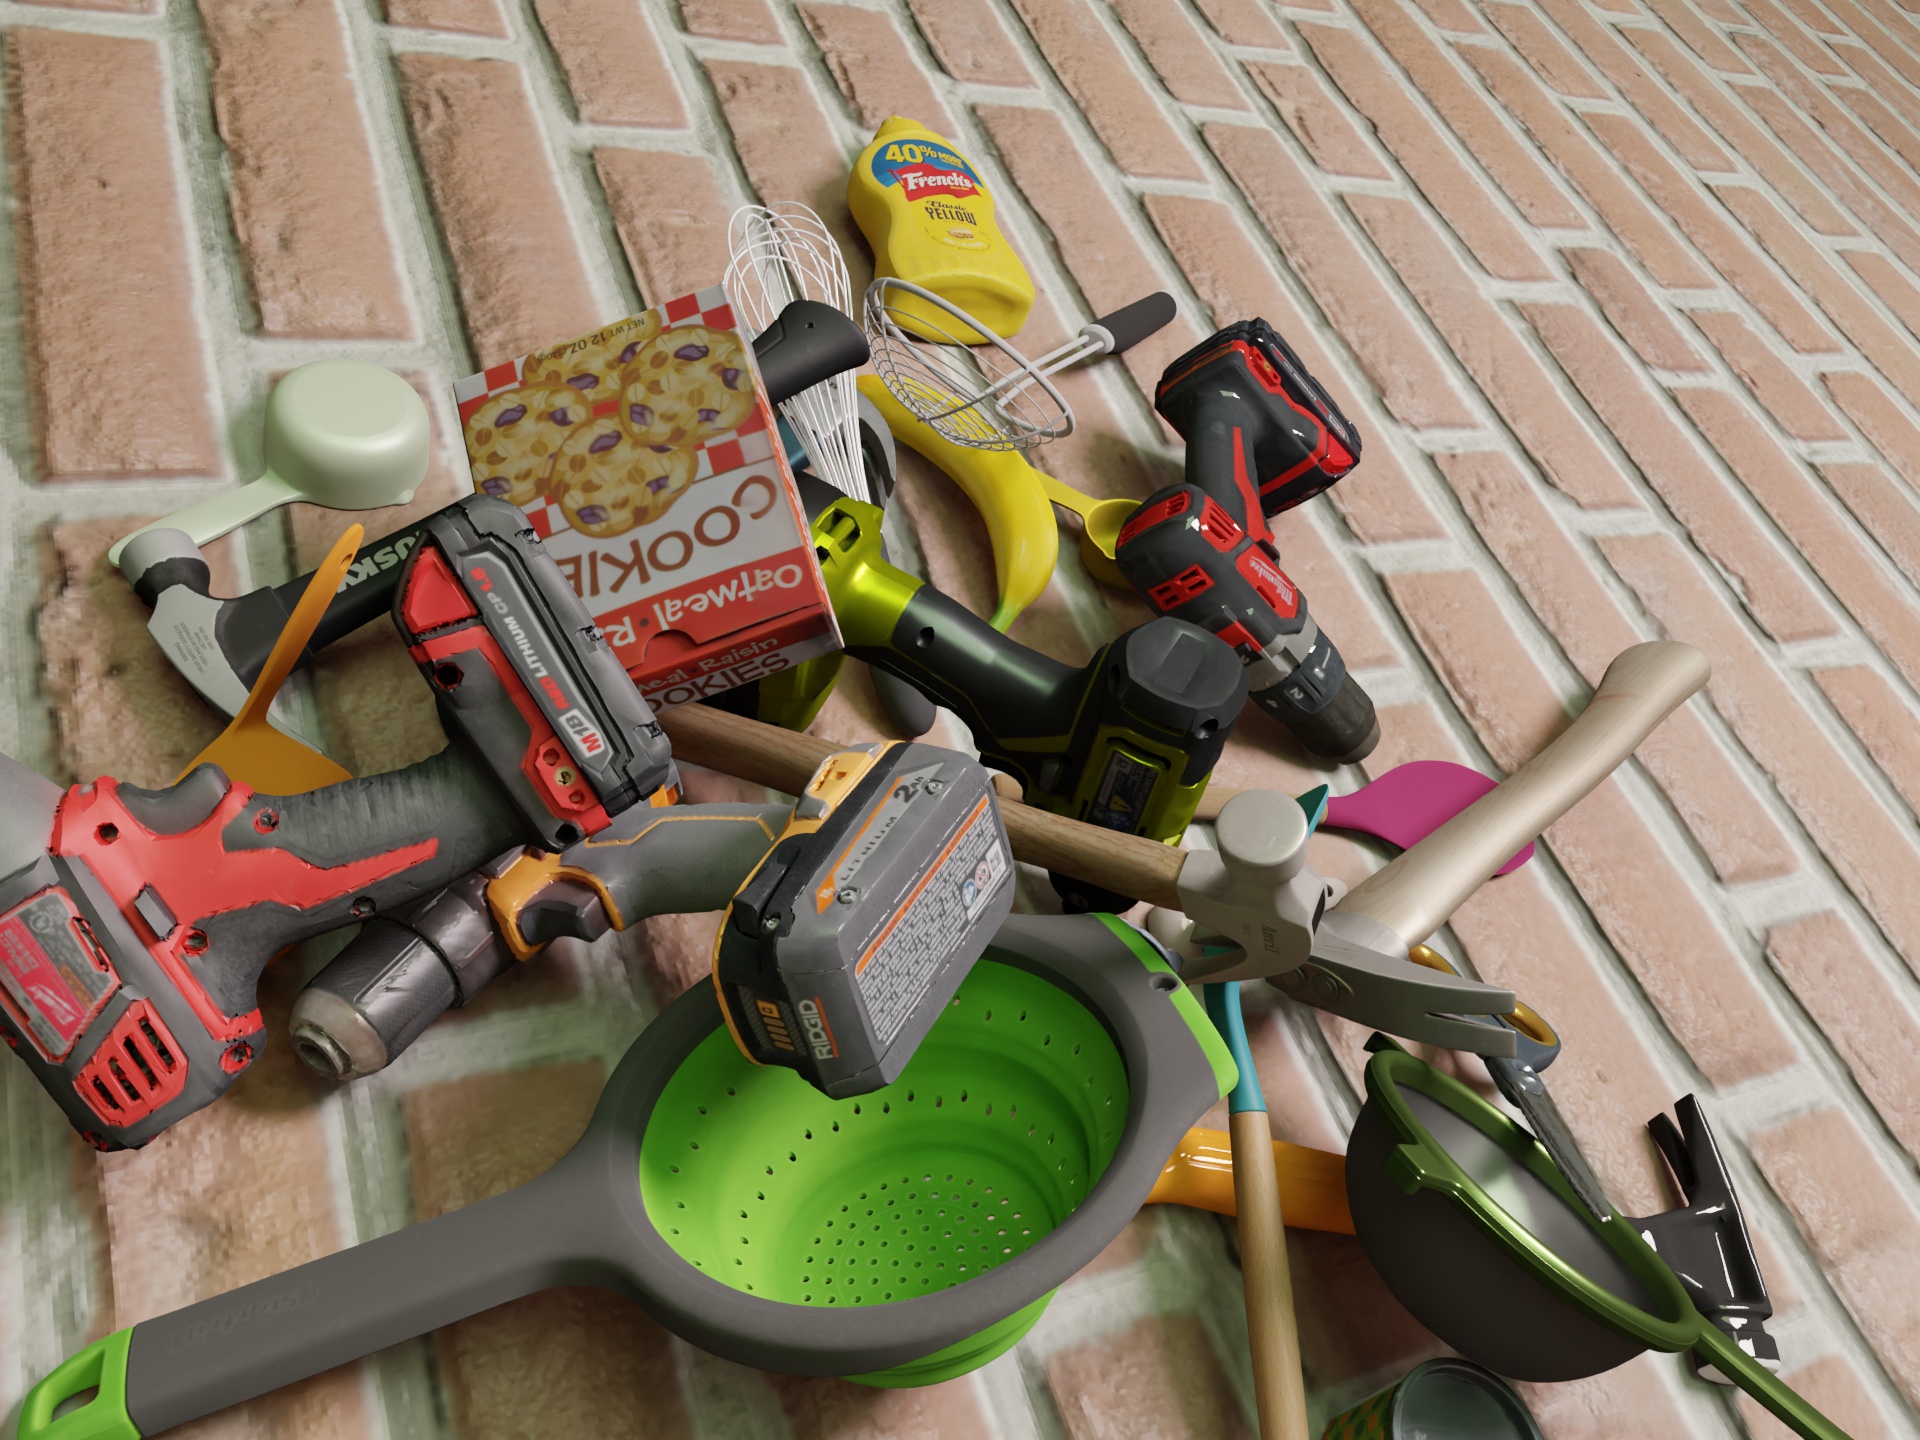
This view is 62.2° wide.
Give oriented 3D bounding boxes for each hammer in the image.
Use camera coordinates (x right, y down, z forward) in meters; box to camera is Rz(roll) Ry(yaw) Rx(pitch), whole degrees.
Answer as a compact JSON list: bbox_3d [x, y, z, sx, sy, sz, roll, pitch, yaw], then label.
[{"bbox_3d":[-0.013,0.035,0.649,0.331,0.129,0.031,15,62,25],"label":"hammer"},{"bbox_3d":[-0.184,-0.097,0.704,0.335,0.035,0.146,-32,66,-18],"label":"hammer"},{"bbox_3d":[0.197,0.204,0.695,0.336,0.034,0.127,12,50,-14],"label":"hammer"},{"bbox_3d":[-0.141,-0.089,0.792,0.128,0.033,0.331,33,47,6],"label":"hammer"},{"bbox_3d":[0.300,0.042,0.811,0.146,0.038,0.410,14,31,42],"label":"hammer"}]

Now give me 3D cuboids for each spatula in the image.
[{"bbox_3d":[0.127,0.182,0.627,0.044,0.082,0.318,6,66,-18],"label":"spatula"}]

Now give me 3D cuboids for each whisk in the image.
[{"bbox_3d":[-0.062,-0.127,0.794,0.070,0.070,0.285,-12,81,-31],"label":"whisk"}]

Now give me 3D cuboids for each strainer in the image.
[{"bbox_3d":[0.243,0.236,0.614,0.256,0.069,0.151,39,12,5],"label":"strainer"}]

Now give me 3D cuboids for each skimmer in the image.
[{"bbox_3d":[0.066,-0.233,0.921,0.127,0.090,0.363,33,36,13],"label":"skimmer"}]

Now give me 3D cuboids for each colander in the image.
[{"bbox_3d":[-0.098,0.188,0.548,0.397,0.094,0.205,-17,32,-13],"label":"colander"}]

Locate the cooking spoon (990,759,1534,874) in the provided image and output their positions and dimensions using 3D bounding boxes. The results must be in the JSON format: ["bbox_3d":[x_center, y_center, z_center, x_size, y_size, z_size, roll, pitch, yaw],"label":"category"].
[{"bbox_3d":[0.164,0.045,0.823,0.318,0.017,0.069,5,59,-20],"label":"cooking spoon"}]

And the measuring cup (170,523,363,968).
[{"bbox_3d":[-0.239,0.015,0.580,0.052,0.173,0.095,31,11,-2],"label":"measuring cup"}]

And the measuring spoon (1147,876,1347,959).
[{"bbox_3d":[0.146,0.090,0.778,0.124,0.018,0.034,-10,57,-30],"label":"measuring spoon"}]

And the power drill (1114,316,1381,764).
[{"bbox_3d":[0.172,-0.098,0.886,0.187,0.080,0.227,43,39,-24],"label":"power drill"}]

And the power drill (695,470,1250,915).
[{"bbox_3d":[-0.001,-0.002,0.702,0.223,0.171,0.080,26,48,10],"label":"power drill"}]

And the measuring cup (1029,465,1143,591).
[{"bbox_3d":[0.054,-0.120,0.915,0.156,0.029,0.062,29,47,17],"label":"measuring cup"}]

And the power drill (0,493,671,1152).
[{"bbox_3d":[-0.219,0.022,0.518,0.219,0.078,0.143,-34,101,-14],"label":"power drill"}]

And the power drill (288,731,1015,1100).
[{"bbox_3d":[-0.117,0.072,0.580,0.226,0.084,0.185,5,37,31],"label":"power drill"}]

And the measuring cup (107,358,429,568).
[{"bbox_3d":[-0.318,-0.119,0.734,0.083,0.038,0.167,38,46,9],"label":"measuring cup"}]
